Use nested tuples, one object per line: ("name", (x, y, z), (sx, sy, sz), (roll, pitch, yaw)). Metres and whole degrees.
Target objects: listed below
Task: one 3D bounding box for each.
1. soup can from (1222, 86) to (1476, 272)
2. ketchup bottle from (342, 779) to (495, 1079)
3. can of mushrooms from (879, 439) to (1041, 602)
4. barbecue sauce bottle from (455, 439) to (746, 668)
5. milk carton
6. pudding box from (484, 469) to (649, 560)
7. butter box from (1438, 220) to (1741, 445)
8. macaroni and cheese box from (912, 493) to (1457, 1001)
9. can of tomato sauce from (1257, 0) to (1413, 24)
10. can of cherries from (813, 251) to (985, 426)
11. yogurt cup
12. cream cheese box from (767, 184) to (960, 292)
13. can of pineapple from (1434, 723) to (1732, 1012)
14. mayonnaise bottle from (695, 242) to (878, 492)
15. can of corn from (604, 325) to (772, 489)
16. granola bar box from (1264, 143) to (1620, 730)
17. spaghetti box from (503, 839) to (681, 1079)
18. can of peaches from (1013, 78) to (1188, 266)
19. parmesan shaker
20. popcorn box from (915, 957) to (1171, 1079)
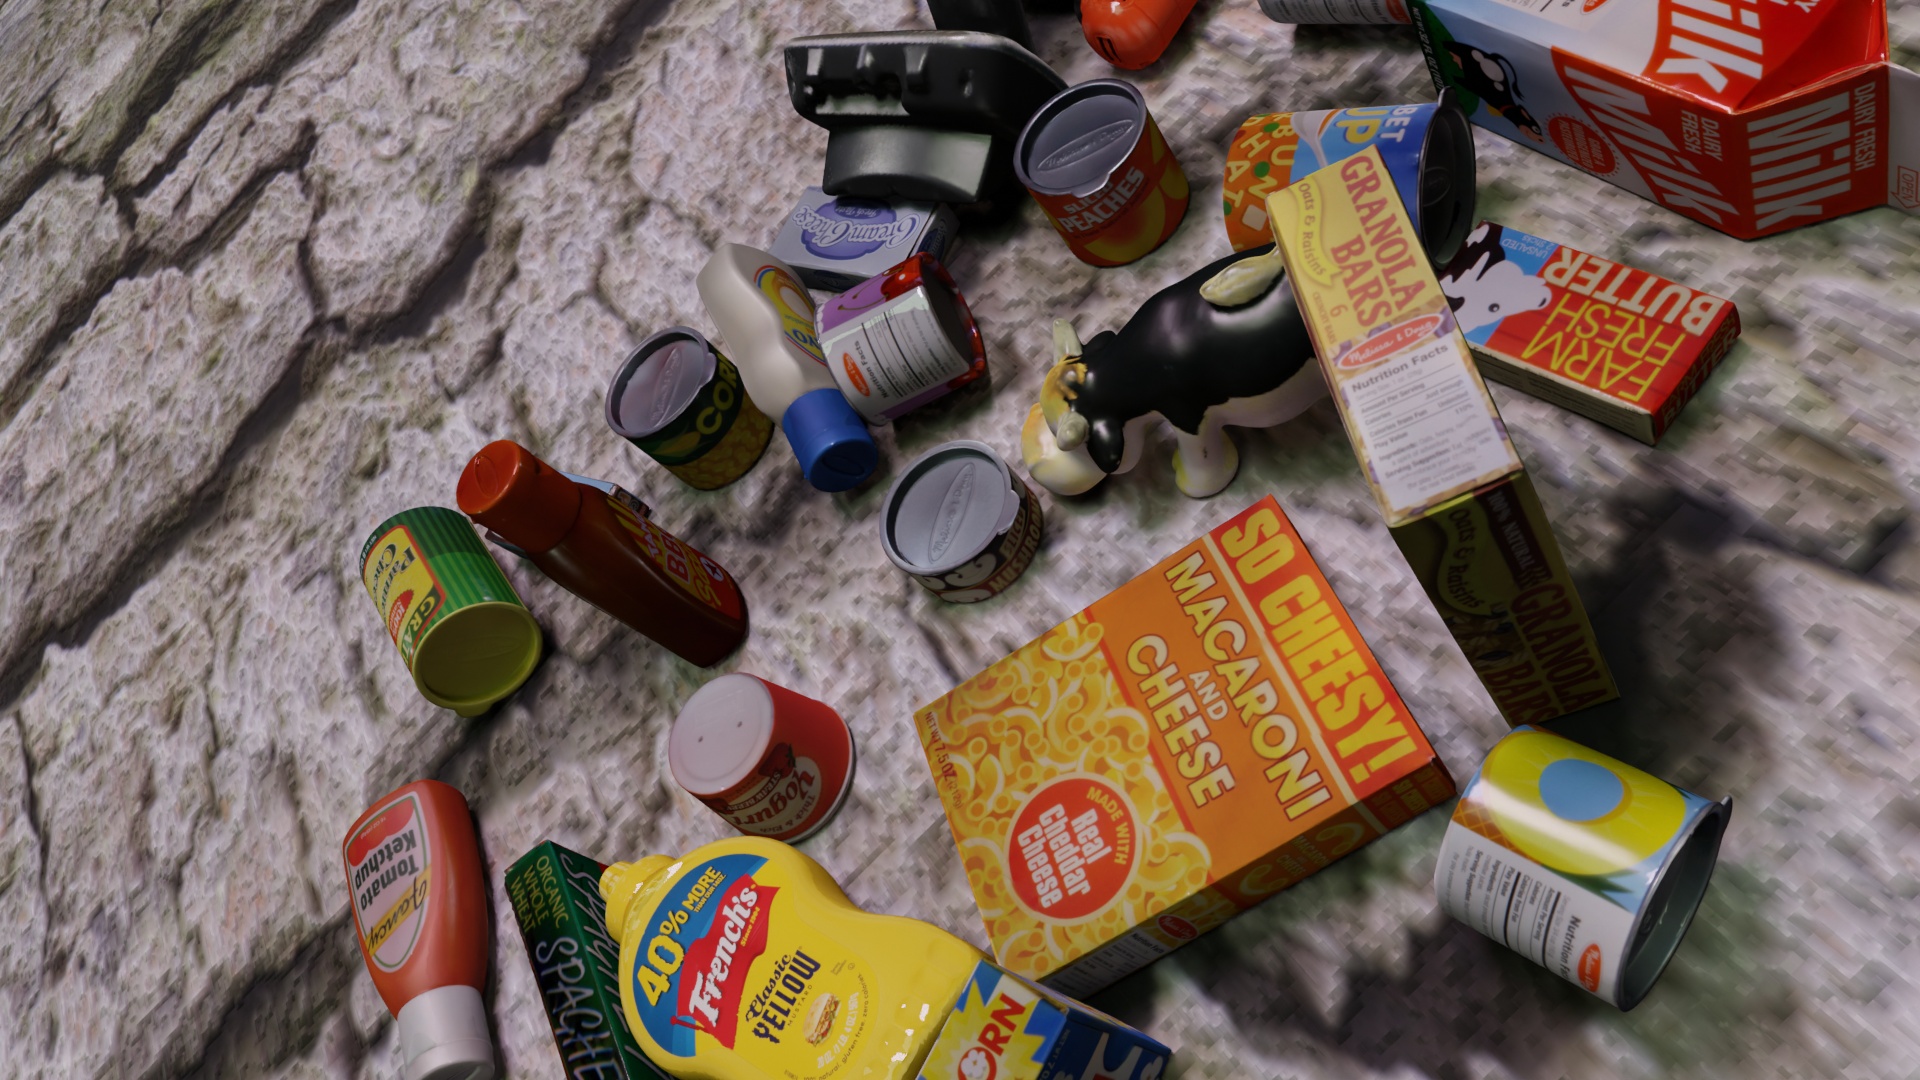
("soup can", (0.160, -0.147, 0.570), (0.084, 0.071, 0.071), (9, 69, 36))
("ketchup bottle", (-0.250, 0.187, 0.651), (0.064, 0.043, 0.149), (-38, 50, 8))
("can of mushrooms", (0.002, -0.008, 0.612), (0.071, 0.033, 0.071), (-16, 55, 24))
("barbecue sauce bottle", (-0.161, 0.005, 0.632), (0.043, 0.148, 0.065), (-41, 49, 6))
("milk carton", (0.268, -0.179, 0.520), (0.073, 0.072, 0.191), (-46, 48, 1))
("pudding box", (-0.214, -0.011, 0.754), (0.084, 0.030, 0.050), (12, 72, 37))
("butter box", (0.226, -0.080, 0.518), (0.104, 0.024, 0.053), (34, 85, 41))
("macaroni and cheese box", (0.075, 0.077, 0.512), (0.166, 0.040, 0.124), (-33, 50, 13))
("can of tomato sauce", (0.185, -0.270, 0.630), (0.083, 0.071, 0.071), (18, 74, 39))
("can of cherries", (-0.028, -0.097, 0.664), (0.058, 0.071, 0.072), (-25, 53, 18))
("yogurt cup", (-0.088, 0.091, 0.597), (0.072, 0.054, 0.073), (-16, 55, 24))
("cream cheese box", (-0.054, -0.160, 0.743), (0.104, 0.024, 0.053), (17, 74, 38))
("can of pineapple", (0.185, 0.095, 0.415), (0.058, 0.071, 0.071), (26, 79, 40))
("mayonnaise bottle", (-0.084, -0.087, 0.697), (0.041, 0.065, 0.148), (-45, 52, 21))
("can of corn", (-0.137, -0.068, 0.720), (0.071, 0.058, 0.071), (-16, 56, 25))
("granola bar box", (0.154, -0.025, 0.439), (0.039, 0.165, 0.125), (-24, 53, 21))
("spaghetti box", (-0.125, 0.223, 0.546), (0.028, 0.050, 0.251), (-40, 49, 4))
("can of peaches", (0.067, -0.169, 0.650), (0.071, 0.058, 0.071), (-15, 57, 24))
("parmesan shaker", (-0.275, 0.036, 0.742), (0.071, 0.071, 0.103), (-48, 49, -1))
("popcorn box", (0.010, 0.207, 0.447), (0.038, 0.085, 0.127), (21, 76, 40))
